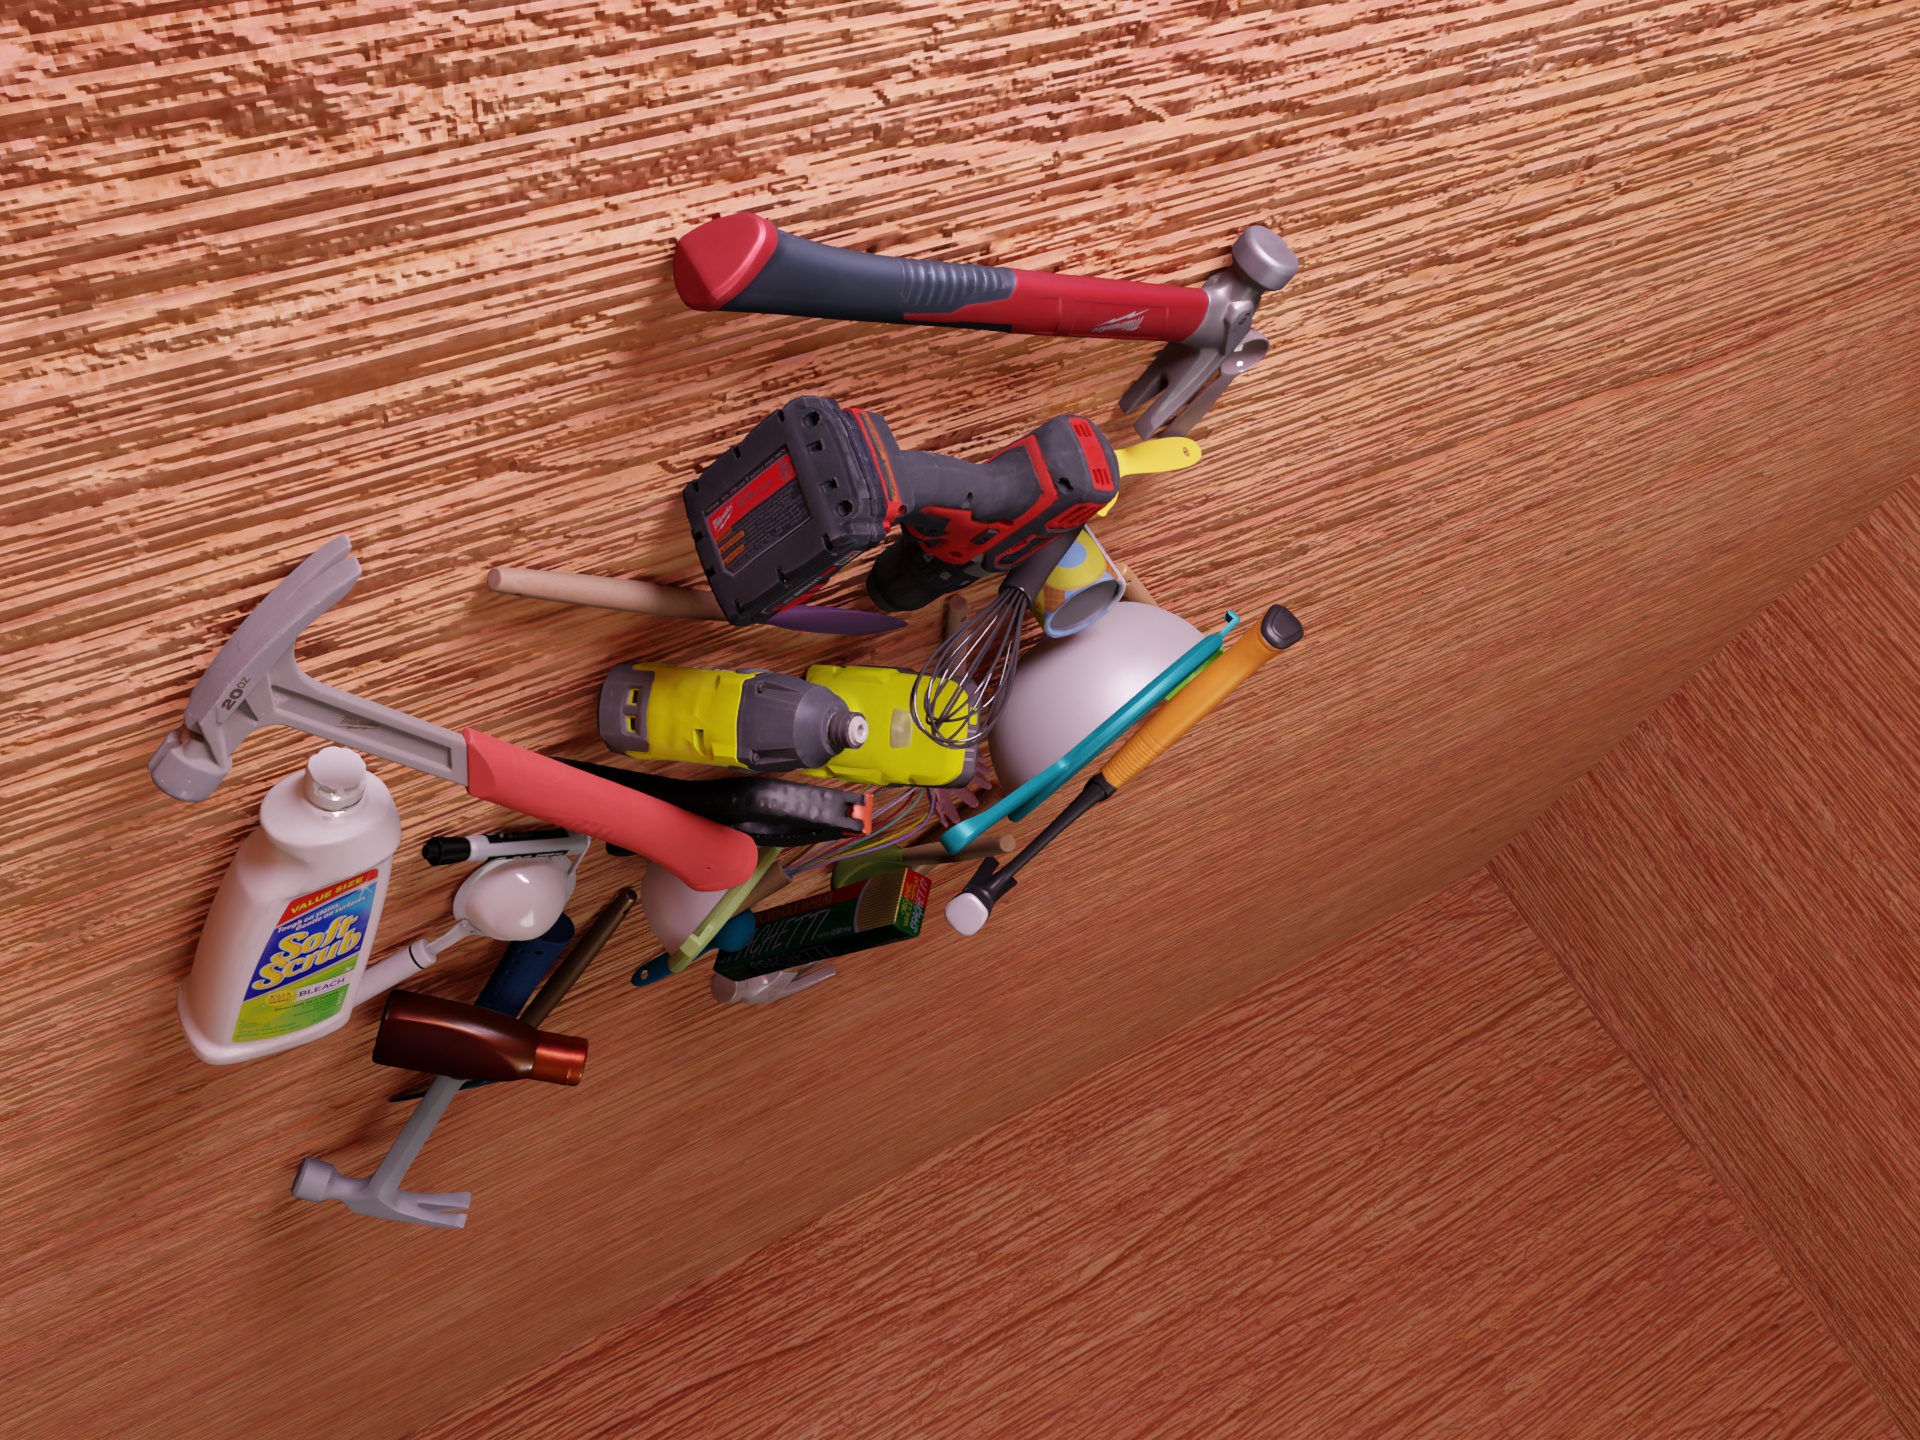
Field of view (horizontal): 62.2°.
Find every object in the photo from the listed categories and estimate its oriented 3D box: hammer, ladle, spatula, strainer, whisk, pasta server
[{"bbox_3d":[0.015,-0.203,0.813,0.386,0.038,0.143,-10,151,-44],"label":"hammer"},{"bbox_3d":[-0.231,0.026,0.858,0.149,0.037,0.358,-45,143,13],"label":"hammer"},{"bbox_3d":[-0.027,0.120,1.281,0.078,0.062,0.320,-16,179,-25],"label":"ladle"},{"bbox_3d":[-0.353,0.232,1.289,0.317,0.044,0.082,-48,152,25],"label":"spatula"},{"bbox_3d":[-0.203,0.117,1.197,0.151,0.069,0.256,-54,-172,-26],"label":"strainer"},{"bbox_3d":[-0.082,0.168,1.498,0.331,0.031,0.130,-39,157,17],"label":"hammer"},{"bbox_3d":[0.037,-0.076,0.969,0.239,0.055,0.055,-60,174,-31],"label":"whisk"},{"bbox_3d":[0.058,-0.003,1.156,0.211,0.095,0.340,-44,173,37],"label":"strainer"},{"bbox_3d":[-0.361,0.159,1.094,0.258,0.050,0.086,-29,143,2],"label":"strainer"},{"bbox_3d":[0.123,0.034,1.190,0.337,0.034,0.127,-44,178,20],"label":"hammer"},{"bbox_3d":[-0.002,-0.004,1.224,0.060,0.040,0.316,-40,161,-20],"label":"pasta server"},{"bbox_3d":[-0.138,-0.066,0.920,0.060,0.018,0.315,-9,173,36],"label":"spatula"},{"bbox_3d":[-0.399,0.285,1.263,0.144,0.035,0.405,24,125,-22],"label":"hammer"},{"bbox_3d":[-0.128,0.109,1.309,0.245,0.051,0.047,-31,137,10],"label":"whisk"}]

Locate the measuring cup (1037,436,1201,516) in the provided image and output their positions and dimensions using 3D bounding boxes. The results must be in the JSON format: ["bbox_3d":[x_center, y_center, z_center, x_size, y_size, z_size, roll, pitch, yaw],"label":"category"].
[{"bbox_3d":[0.100,-0.159,1.010,0.156,0.062,0.029,-18,175,-46],"label":"measuring cup"}]

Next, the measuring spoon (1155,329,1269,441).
[{"bbox_3d":[0.153,-0.210,1.021,0.034,0.018,0.124,-9,157,-35],"label":"measuring spoon"}]

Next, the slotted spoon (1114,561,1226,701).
[{"bbox_3d":[0.170,-0.073,1.320,0.070,0.031,0.313,-34,157,8],"label":"slotted spoon"}]

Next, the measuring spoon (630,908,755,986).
[{"bbox_3d":[-0.233,0.193,1.353,0.128,0.042,0.021,-29,148,13],"label":"measuring spoon"}]

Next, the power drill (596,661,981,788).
[{"bbox_3d":[-0.086,0.002,0.977,0.171,0.080,0.223,5,-179,30],"label":"power drill"}]

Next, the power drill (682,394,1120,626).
[{"bbox_3d":[-0.041,-0.106,0.881,0.226,0.080,0.188,-9,165,-48],"label":"power drill"}]
